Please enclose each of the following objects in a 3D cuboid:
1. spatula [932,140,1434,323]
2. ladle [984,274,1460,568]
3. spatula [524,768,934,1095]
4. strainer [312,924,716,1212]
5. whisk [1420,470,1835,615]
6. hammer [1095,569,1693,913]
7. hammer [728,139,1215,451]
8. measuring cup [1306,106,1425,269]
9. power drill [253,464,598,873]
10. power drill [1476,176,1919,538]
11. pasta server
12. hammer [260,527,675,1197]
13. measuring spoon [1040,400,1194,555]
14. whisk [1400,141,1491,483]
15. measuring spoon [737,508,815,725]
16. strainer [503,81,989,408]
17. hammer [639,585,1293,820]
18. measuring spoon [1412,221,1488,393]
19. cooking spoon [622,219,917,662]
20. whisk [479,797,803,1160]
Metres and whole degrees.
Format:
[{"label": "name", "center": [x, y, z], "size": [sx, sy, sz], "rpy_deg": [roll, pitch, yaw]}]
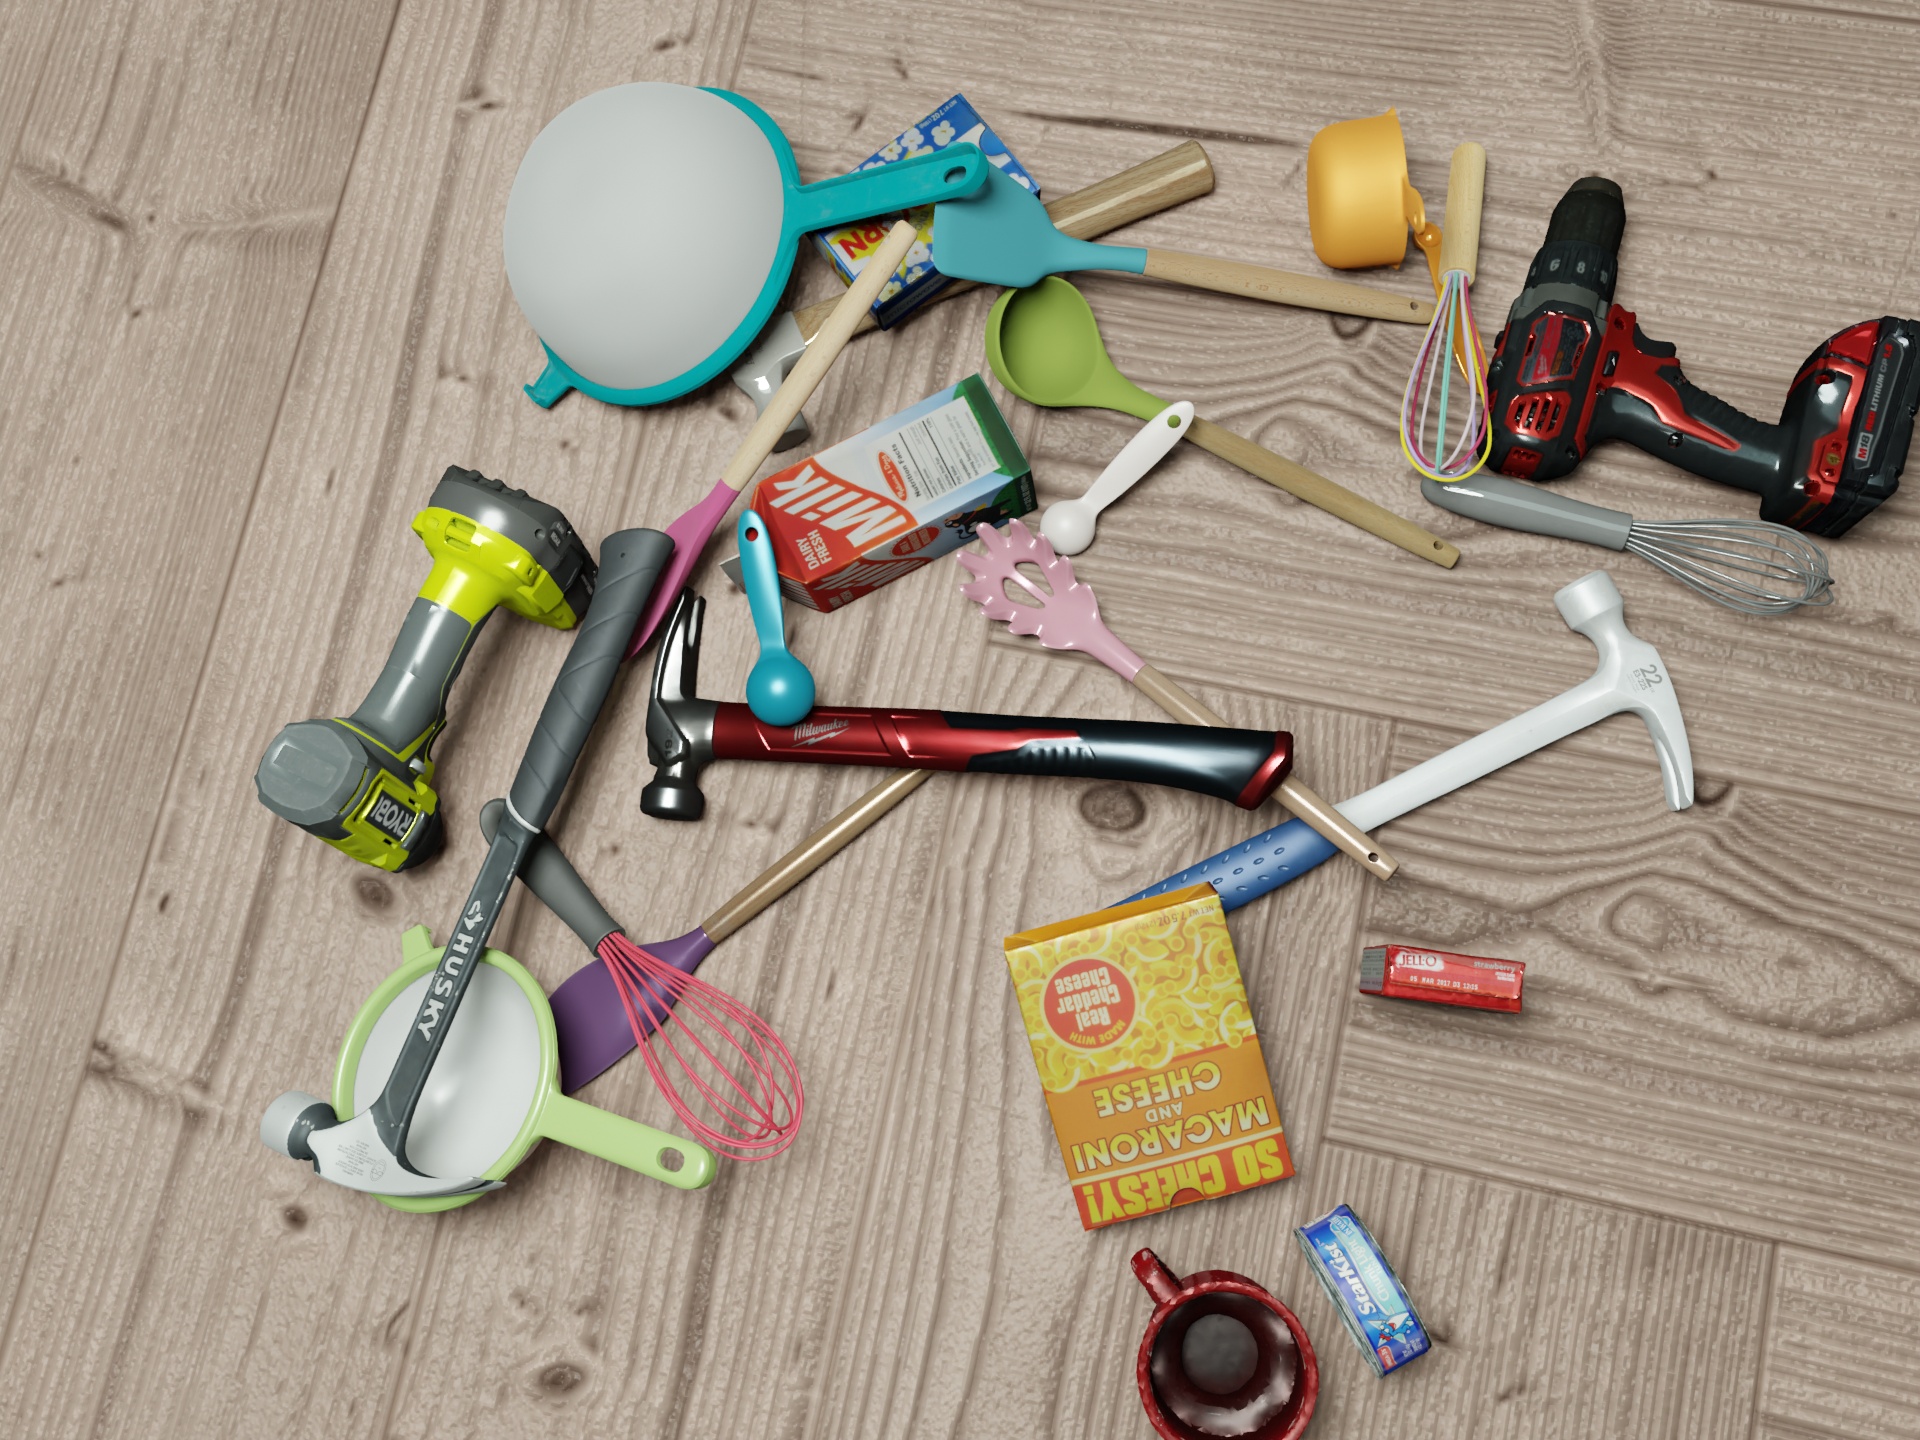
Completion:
[{"label": "spatula", "center": [0.139, -0.275, 0.960], "size": [0.317, 0.044, 0.082], "rpy_deg": [8, 80, -7]}, {"label": "ladle", "center": [0.159, -0.175, 0.967], "size": [0.320, 0.062, 0.078], "rpy_deg": [28, 78, 8]}, {"label": "spatula", "center": [-0.133, 0.112, 0.963], "size": [0.316, 0.018, 0.060], "rpy_deg": [-38, 74, -1]}, {"label": "strainer", "center": [-0.238, 0.221, 0.908], "size": [0.256, 0.069, 0.151], "rpy_deg": [12, 75, 24]}, {"label": "whisk", "center": [0.389, -0.109, 0.936], "size": [0.239, 0.055, 0.055], "rpy_deg": [17, 82, 13]}, {"label": "hammer", "center": [0.228, 0.063, 0.925], "size": [0.405, 0.035, 0.144], "rpy_deg": [-26, 78, 1]}, {"label": "hammer", "center": [0.003, -0.293, 1.016], "size": [0.331, 0.031, 0.130], "rpy_deg": [-23, 79, 1]}, {"label": "measuring cup", "center": [0.235, -0.302, 0.930], "size": [0.052, 0.174, 0.095], "rpy_deg": [-4, 115, 9]}, {"label": "power drill", "center": [-0.307, -0.021, 0.939], "size": [0.080, 0.171, 0.223], "rpy_deg": [23, 74, 10]}, {"label": "power drill", "center": [0.433, -0.215, 0.937], "size": [0.227, 0.080, 0.188], "rpy_deg": [16, 81, 12]}, {"label": "pasta server", "center": [0.124, -0.012, 0.927], "size": [0.316, 0.040, 0.060], "rpy_deg": [40, 97, 20]}, {"label": "hammer", "center": [-0.256, 0.073, 0.914], "size": [0.149, 0.036, 0.409], "rpy_deg": [15, 76, 25]}, {"label": "measuring spoon", "center": [0.095, -0.146, 0.961], "size": [0.034, 0.018, 0.124], "rpy_deg": [43, 111, -7]}, {"label": "whisk", "center": [0.300, -0.247, 0.957], "size": [0.047, 0.051, 0.245], "rpy_deg": [-1, 65, 29]}, {"label": "measuring spoon", "center": [-0.115, -0.059, 0.924], "size": [0.042, 0.021, 0.128], "rpy_deg": [-9, 93, 12]}, {"label": "strainer", "center": [-0.152, -0.311, 0.944], "size": [0.340, 0.095, 0.211], "rpy_deg": [-3, 79, 29]}, {"label": "hammer", "center": [-0.001, -0.003, 0.931], "size": [0.386, 0.038, 0.143], "rpy_deg": [2, 79, 16]}, {"label": "measuring spoon", "center": [0.305, -0.256, 0.990], "size": [0.021, 0.011, 0.117], "rpy_deg": [-13, 81, -16]}, {"label": "cooking spoon", "center": [-0.122, -0.161, 0.948], "size": [0.319, 0.017, 0.069], "rpy_deg": [-52, 35, 18]}, {"label": "whisk", "center": [-0.193, 0.143, 0.930], "size": [0.073, 0.073, 0.296], "rpy_deg": [-47, 66, -4]}]
